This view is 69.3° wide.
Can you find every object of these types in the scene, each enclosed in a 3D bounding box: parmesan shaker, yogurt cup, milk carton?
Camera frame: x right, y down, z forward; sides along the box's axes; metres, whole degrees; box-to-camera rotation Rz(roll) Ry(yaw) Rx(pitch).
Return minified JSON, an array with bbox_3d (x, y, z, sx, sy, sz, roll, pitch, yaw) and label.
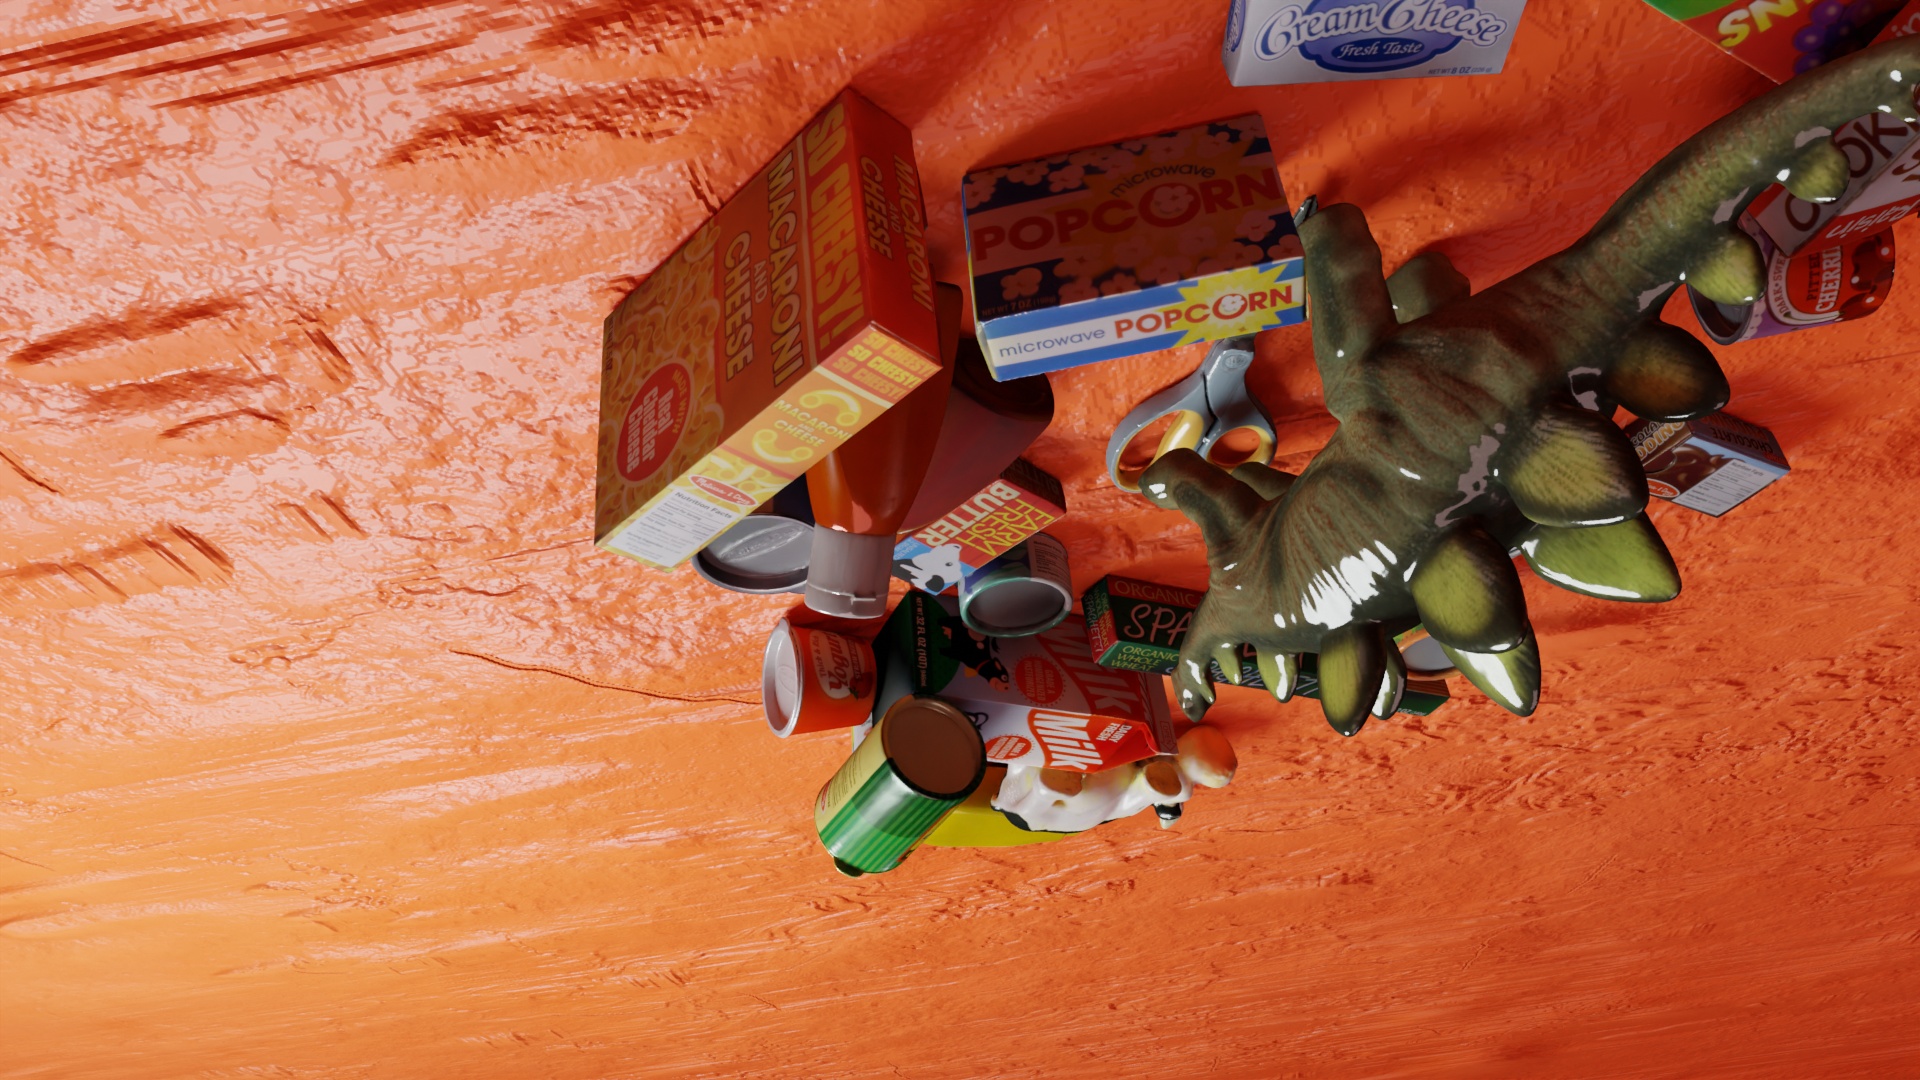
[{"bbox_3d":[-0.036,0.142,0.793,0.071,0.071,0.102,12,141,-23],"label":"parmesan shaker"},{"bbox_3d":[-0.085,0.085,0.839,0.054,0.073,0.072,3,145,-26],"label":"yogurt cup"},{"bbox_3d":[0.046,0.092,0.858,0.191,0.073,0.073,10,142,-21],"label":"milk carton"}]

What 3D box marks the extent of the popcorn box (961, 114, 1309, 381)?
[{"bbox_3d":[0.067,-0.117,0.553,0.127,0.085,0.038,-10,144,7],"label":"popcorn box"}]

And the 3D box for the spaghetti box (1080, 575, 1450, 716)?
[{"bbox_3d":[0.193,0.068,0.864,0.250,0.050,0.028,11,140,-22],"label":"spaghetti box"}]

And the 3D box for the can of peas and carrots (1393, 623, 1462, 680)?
[{"bbox_3d":[0.284,0.045,0.837,0.071,0.059,0.070,-3,145,-2],"label":"can of peas and carrots"}]

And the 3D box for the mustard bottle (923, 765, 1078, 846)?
[{"bbox_3d":[0.040,0.197,1.028,0.160,0.049,0.065,6,141,-17],"label":"mustard bottle"}]

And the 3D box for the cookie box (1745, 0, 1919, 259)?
[{"bbox_3d":[0.379,-0.178,0.493,0.123,0.040,0.166,-19,158,-18],"label":"cookie box"}]

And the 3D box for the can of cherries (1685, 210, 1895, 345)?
[{"bbox_3d":[0.356,-0.121,0.599,0.058,0.072,0.071,-10,145,6],"label":"can of cherries"}]

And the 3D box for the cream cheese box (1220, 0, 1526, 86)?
[{"bbox_3d":[0.151,-0.196,0.505,0.104,0.024,0.053,-4,144,-3],"label":"cream cheese box"}]

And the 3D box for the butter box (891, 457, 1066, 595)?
[{"bbox_3d":[0.003,-0.009,0.750,0.053,0.024,0.103,26,135,-38],"label":"butter box"}]

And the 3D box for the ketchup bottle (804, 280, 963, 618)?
[{"bbox_3d":[-0.040,-0.042,0.603,0.065,0.148,0.043,4,-171,-29],"label":"ketchup bottle"}]

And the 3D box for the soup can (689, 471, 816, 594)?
[{"bbox_3d":[-0.093,-0.025,0.662,0.071,0.084,0.071,-3,145,-2],"label":"soup can"}]

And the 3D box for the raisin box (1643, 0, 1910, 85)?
[{"bbox_3d":[0.294,-0.214,0.486,0.123,0.040,0.085,16,139,-25],"label":"raisin box"}]

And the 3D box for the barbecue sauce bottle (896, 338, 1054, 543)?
[{"bbox_3d":[-0.019,-0.038,0.691,0.065,0.044,0.147,17,140,-28],"label":"barbecue sauce bottle"}]

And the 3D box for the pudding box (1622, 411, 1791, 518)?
[{"bbox_3d":[0.397,-0.045,0.749,0.084,0.030,0.049,13,142,-25],"label":"pudding box"}]

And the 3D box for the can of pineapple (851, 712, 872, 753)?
[{"bbox_3d":[-0.037,0.117,0.894,0.071,0.058,0.070,-3,145,-2],"label":"can of pineapple"}]

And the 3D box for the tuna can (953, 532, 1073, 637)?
[{"bbox_3d":[0.029,0.027,0.798,0.071,0.033,0.070,-4,145,-3],"label":"tuna can"}]

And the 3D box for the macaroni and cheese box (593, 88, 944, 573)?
[{"bbox_3d":[-0.081,-0.080,0.552,0.166,0.124,0.040,-32,140,33],"label":"macaroni and cheese box"}]
